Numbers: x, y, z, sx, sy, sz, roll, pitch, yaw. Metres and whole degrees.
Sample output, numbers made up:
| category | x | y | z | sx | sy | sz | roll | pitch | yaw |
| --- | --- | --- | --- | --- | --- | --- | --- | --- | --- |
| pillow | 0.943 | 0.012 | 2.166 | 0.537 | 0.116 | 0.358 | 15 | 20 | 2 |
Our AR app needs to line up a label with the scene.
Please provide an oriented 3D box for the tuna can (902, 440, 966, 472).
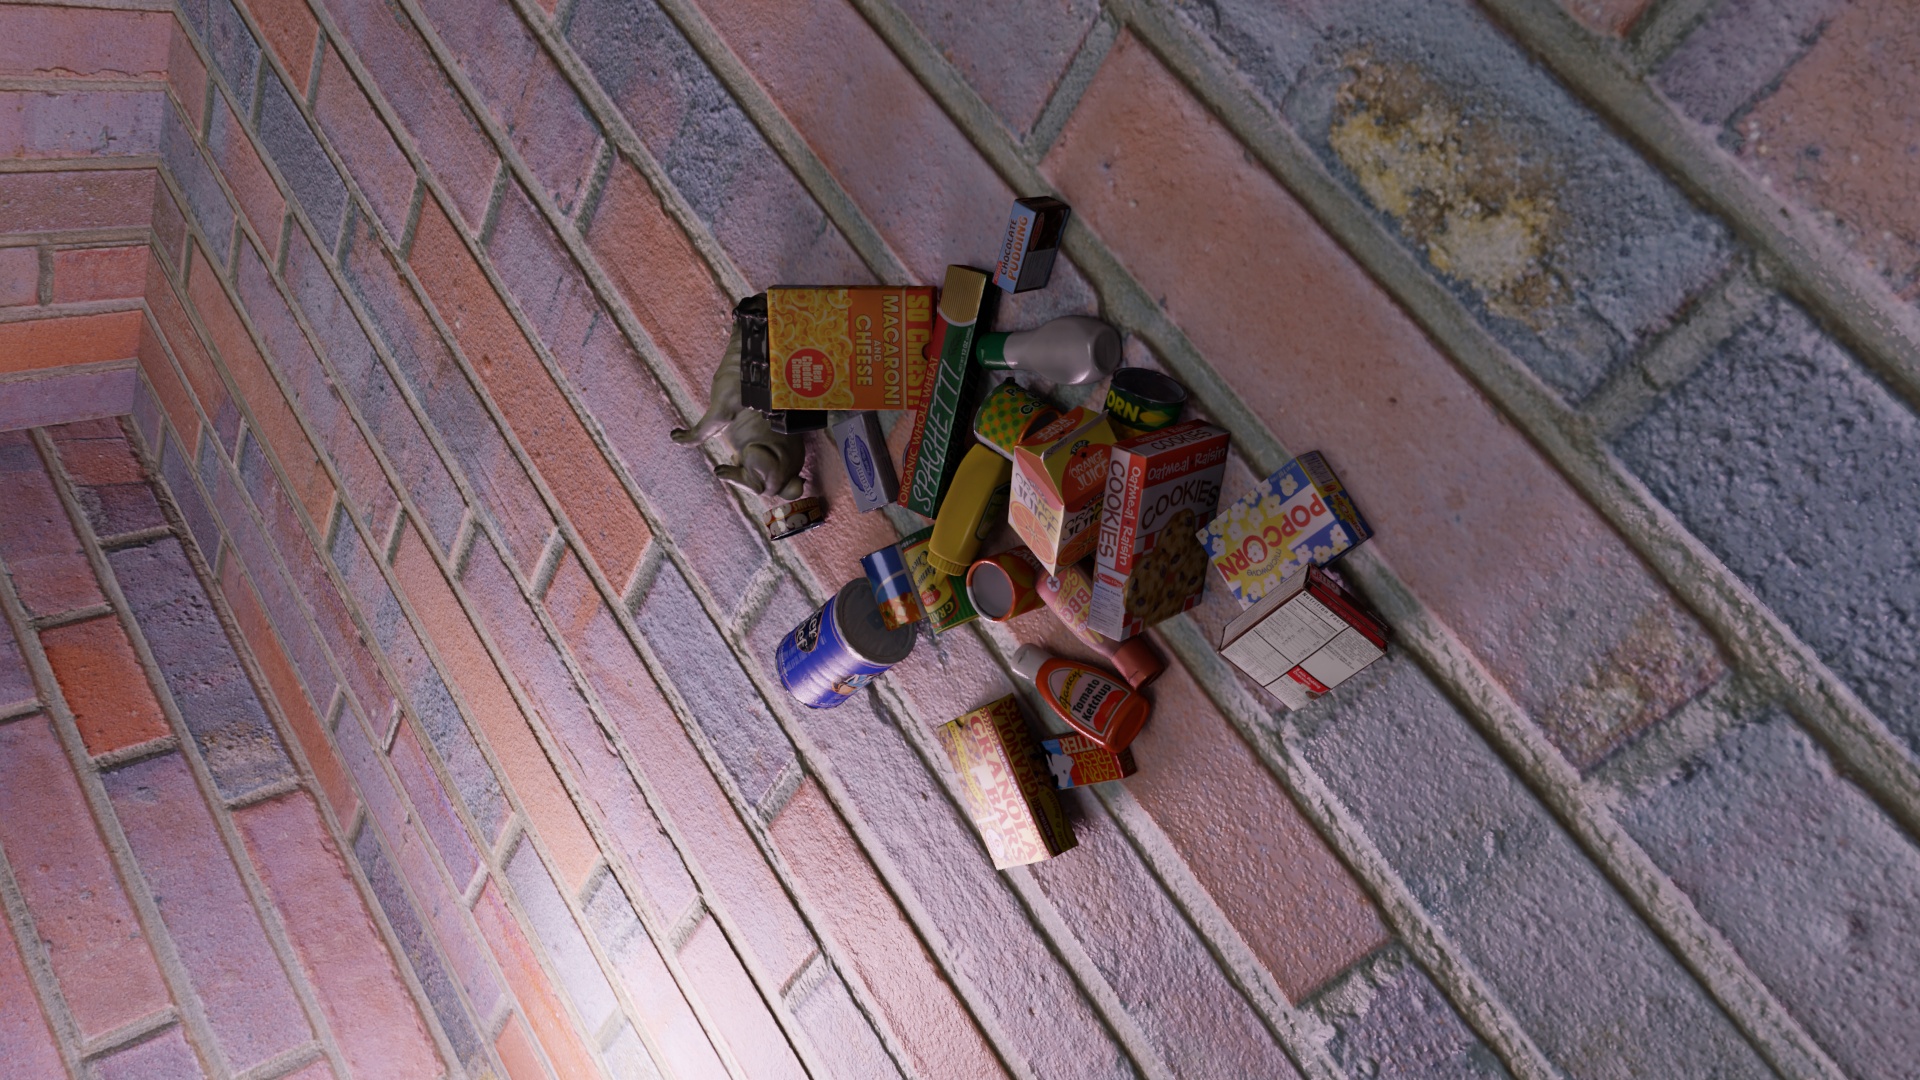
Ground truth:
| category | x | y | z | sx | sy | sz | roll | pitch | yaw |
| --- | --- | --- | --- | --- | --- | --- | --- | --- | --- |
| tuna can | -0.024 | -0.076 | 1.425 | 0.071 | 0.033 | 0.071 | 15 | 112 | 41 |

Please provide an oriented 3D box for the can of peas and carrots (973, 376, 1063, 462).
| category | x | y | z | sx | sy | sz | roll | pitch | yaw |
| --- | --- | --- | --- | --- | --- | --- | --- | --- | --- |
| can of peas and carrots | 0.057 | -0.110 | 1.310 | 0.059 | 0.071 | 0.070 | 35 | 125 | 32 |

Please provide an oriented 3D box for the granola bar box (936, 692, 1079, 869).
| category | x | y | z | sx | sy | sz | roll | pitch | yaw |
| --- | --- | --- | --- | --- | --- | --- | --- | --- | --- |
| granola bar box | 0.046 | 0.251 | 1.431 | 0.123 | 0.039 | 0.165 | -36 | 76 | 58 |

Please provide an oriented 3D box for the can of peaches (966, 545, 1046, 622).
| category | x | y | z | sx | sy | sz | roll | pitch | yaw |
| --- | --- | --- | --- | --- | --- | --- | --- | --- | --- |
| can of peaches | 0.049 | 0.041 | 1.369 | 0.071 | 0.058 | 0.071 | 16 | 114 | 42 |

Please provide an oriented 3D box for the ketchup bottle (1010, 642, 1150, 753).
| category | x | y | z | sx | sy | sz | roll | pitch | yaw |
| --- | --- | --- | --- | --- | --- | --- | --- | --- | --- |
| ketchup bottle | 0.111 | 0.145 | 1.342 | 0.149 | 0.043 | 0.065 | 29 | 82 | 42 |

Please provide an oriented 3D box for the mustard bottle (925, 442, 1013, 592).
| category | x | y | z | sx | sy | sz | roll | pitch | yaw |
| --- | --- | --- | --- | --- | --- | --- | --- | --- | --- |
| mustard bottle | 0.005 | -0.017 | 1.365 | 0.049 | 0.065 | 0.159 | 29 | 103 | 20 |

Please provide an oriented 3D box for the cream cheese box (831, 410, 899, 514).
| category | x | y | z | sx | sy | sz | roll | pitch | yaw |
| --- | --- | --- | --- | --- | --- | --- | --- | --- | --- |
| cream cheese box | -0.101 | -0.085 | 1.506 | 0.053 | 0.024 | 0.103 | -18 | 89 | 47 |

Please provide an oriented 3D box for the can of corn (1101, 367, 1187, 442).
| category | x | y | z | sx | sy | sz | roll | pitch | yaw |
| --- | --- | --- | --- | --- | --- | --- | --- | --- | --- |
| can of corn | 0.155 | -0.110 | 1.209 | 0.071 | 0.071 | 0.058 | 36 | 126 | 32 |

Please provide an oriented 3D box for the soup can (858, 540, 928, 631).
| category | x | y | z | sx | sy | sz | roll | pitch | yaw |
| --- | --- | --- | --- | --- | --- | --- | --- | --- | --- |
| soup can | -0.064 | 0.047 | 1.477 | 0.071 | 0.071 | 0.084 | -25 | 85 | 46 |

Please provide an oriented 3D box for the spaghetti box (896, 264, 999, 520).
| category | x | y | z | sx | sy | sz | roll | pitch | yaw |
| --- | --- | --- | --- | --- | --- | --- | --- | --- | --- |
| spaghetti box | -0.012 | -0.143 | 1.363 | 0.050 | 0.029 | 0.249 | 23 | 107 | 34 |

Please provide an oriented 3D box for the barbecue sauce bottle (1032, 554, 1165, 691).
| category | x | y | z | sx | sy | sz | roll | pitch | yaw |
| --- | --- | --- | --- | --- | --- | --- | --- | --- | --- |
| barbecue sauce bottle | 0.132 | 0.074 | 1.307 | 0.149 | 0.044 | 0.064 | 51 | 130 | 21 |

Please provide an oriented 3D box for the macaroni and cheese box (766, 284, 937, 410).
| category | x | y | z | sx | sy | sz | roll | pitch | yaw |
| --- | --- | --- | --- | --- | --- | --- | --- | --- | --- |
| macaroni and cheese box | -0.107 | -0.194 | 1.399 | 0.166 | 0.040 | 0.123 | 1 | 107 | 5 |

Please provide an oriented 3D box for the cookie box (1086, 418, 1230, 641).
| category | x | y | z | sx | sy | sz | roll | pitch | yaw |
| --- | --- | --- | --- | --- | --- | --- | --- | --- | --- |
| cookie box | 0.168 | -0.011 | 1.187 | 0.040 | 0.123 | 0.166 | 24 | 118 | 37 |

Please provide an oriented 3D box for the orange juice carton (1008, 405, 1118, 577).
| category | x | y | z | sx | sy | sz | roll | pitch | yaw |
| --- | --- | --- | --- | --- | --- | --- | --- | --- | --- |
| orange juice carton | 0.094 | -0.050 | 1.224 | 0.073 | 0.072 | 0.191 | 52 | 164 | 20 |

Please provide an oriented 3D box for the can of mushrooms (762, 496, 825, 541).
| category | x | y | z | sx | sy | sz | roll | pitch | yaw |
| --- | --- | --- | --- | --- | --- | --- | --- | --- | --- |
| can of mushrooms | -0.188 | -0.025 | 1.581 | 0.071 | 0.071 | 0.033 | -22 | 86 | 46 |

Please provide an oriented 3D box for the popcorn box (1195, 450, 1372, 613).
| category | x | y | z | sx | sy | sz | roll | pitch | yaw |
| --- | --- | --- | --- | --- | --- | --- | --- | --- | --- |
| popcorn box | 0.267 | -0.005 | 1.152 | 0.126 | 0.038 | 0.085 | -43 | 73 | 43 |

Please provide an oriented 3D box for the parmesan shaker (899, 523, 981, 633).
| category | x | y | z | sx | sy | sz | roll | pitch | yaw |
| --- | --- | --- | --- | --- | --- | --- | --- | --- | --- |
| parmesan shaker | -0.016 | 0.037 | 1.428 | 0.071 | 0.071 | 0.103 | -29 | 81 | 46 |

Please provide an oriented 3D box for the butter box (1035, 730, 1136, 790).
| category | x | y | z | sx | sy | sz | roll | pitch | yaw |
| --- | --- | --- | --- | --- | --- | --- | --- | --- | --- |
| butter box | 0.123 | 0.214 | 1.372 | 0.103 | 0.024 | 0.053 | -21 | 88 | 47 |

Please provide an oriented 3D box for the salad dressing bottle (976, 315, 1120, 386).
| category | x | y | z | sx | sy | sz | roll | pitch | yaw |
| --- | --- | --- | --- | --- | --- | --- | --- | --- | --- |
| salad dressing bottle | 0.078 | -0.176 | 1.286 | 0.147 | 0.044 | 0.064 | 8 | 110 | 45 |

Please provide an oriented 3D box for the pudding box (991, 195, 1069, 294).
| category | x | y | z | sx | sy | sz | roll | pitch | yaw |
| --- | --- | --- | --- | --- | --- | --- | --- | --- | --- |
| pudding box | 0.064 | -0.270 | 1.266 | 0.030 | 0.050 | 0.083 | 37 | 126 | 30 |
